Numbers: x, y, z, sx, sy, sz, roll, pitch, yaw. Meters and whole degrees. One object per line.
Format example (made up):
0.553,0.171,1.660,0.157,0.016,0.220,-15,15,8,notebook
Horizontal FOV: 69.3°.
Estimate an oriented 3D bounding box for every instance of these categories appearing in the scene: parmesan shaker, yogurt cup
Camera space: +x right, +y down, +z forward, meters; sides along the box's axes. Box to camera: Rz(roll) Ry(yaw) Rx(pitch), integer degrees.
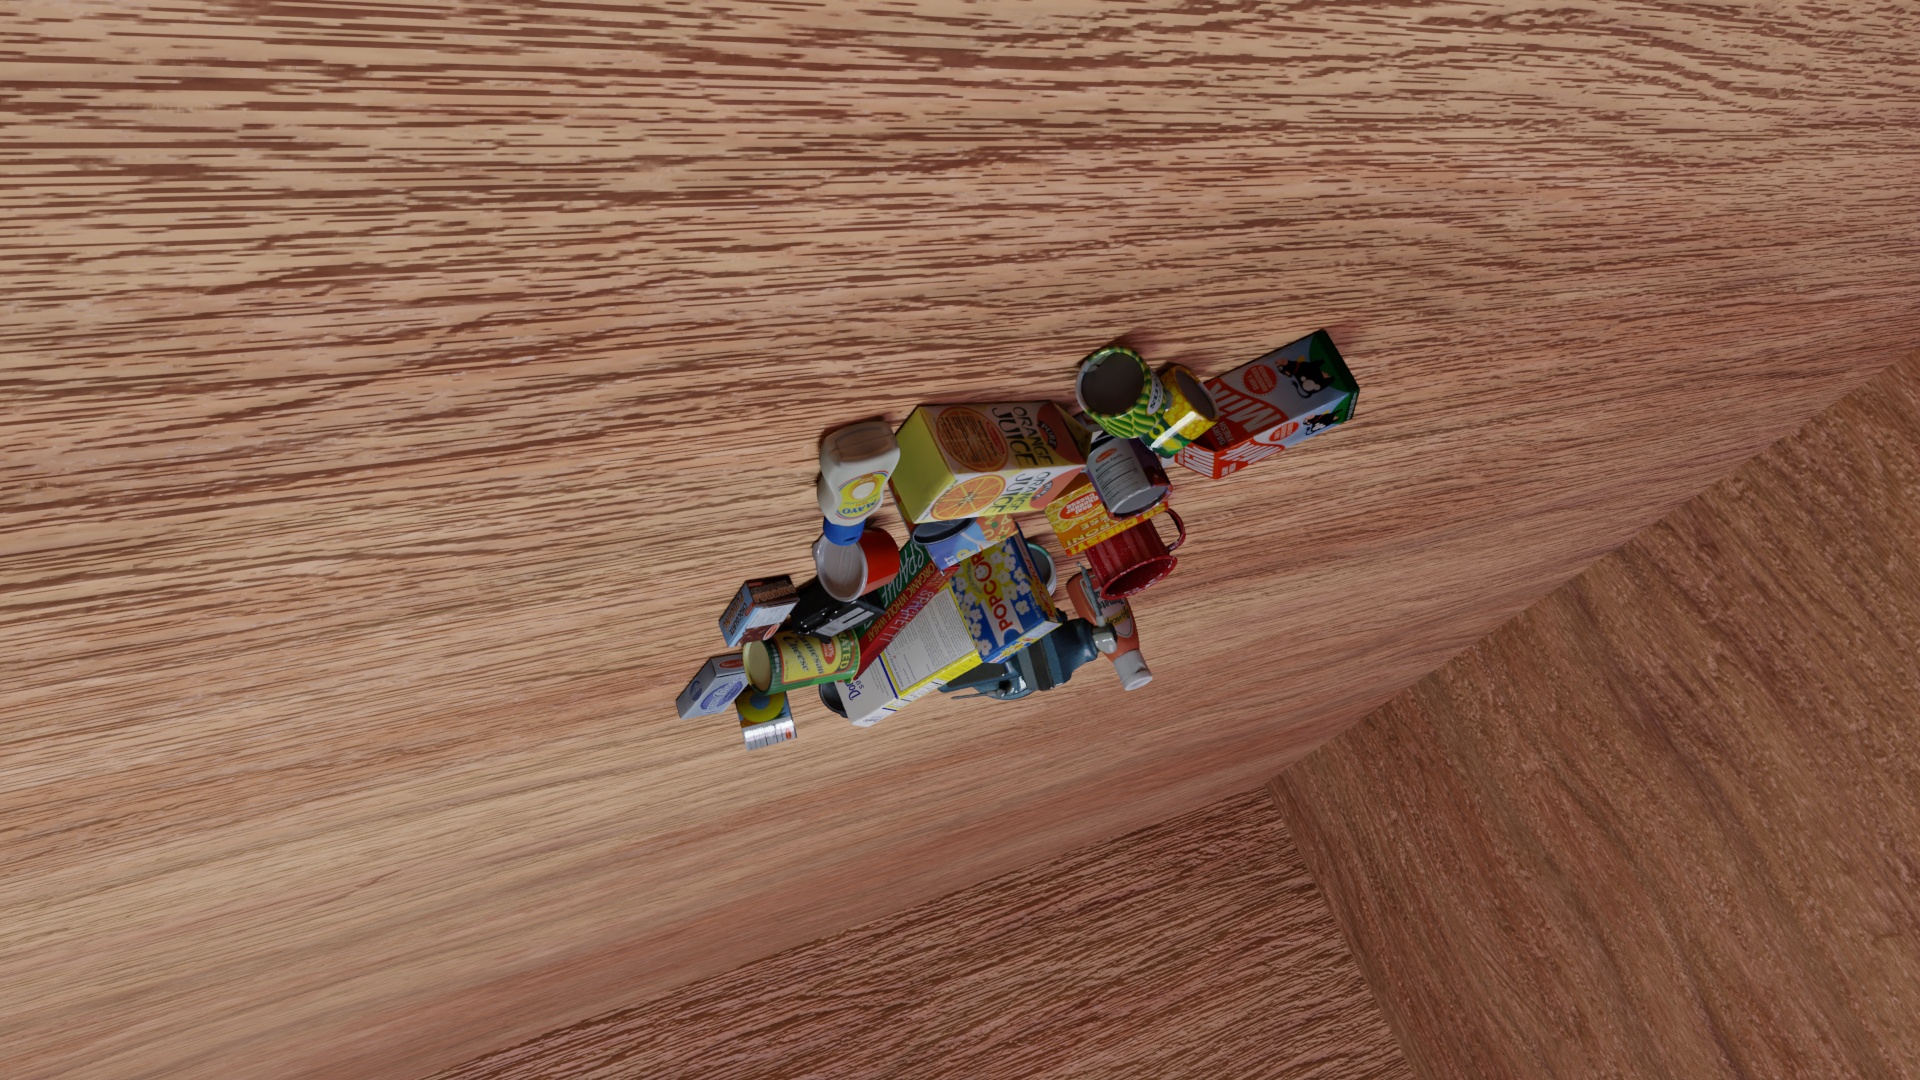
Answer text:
-0.164,0.123,1.439,0.103,0.071,0.071,-9,153,-35,parmesan shaker
-0.093,0.019,1.287,0.054,0.072,0.072,-13,157,-46,yogurt cup

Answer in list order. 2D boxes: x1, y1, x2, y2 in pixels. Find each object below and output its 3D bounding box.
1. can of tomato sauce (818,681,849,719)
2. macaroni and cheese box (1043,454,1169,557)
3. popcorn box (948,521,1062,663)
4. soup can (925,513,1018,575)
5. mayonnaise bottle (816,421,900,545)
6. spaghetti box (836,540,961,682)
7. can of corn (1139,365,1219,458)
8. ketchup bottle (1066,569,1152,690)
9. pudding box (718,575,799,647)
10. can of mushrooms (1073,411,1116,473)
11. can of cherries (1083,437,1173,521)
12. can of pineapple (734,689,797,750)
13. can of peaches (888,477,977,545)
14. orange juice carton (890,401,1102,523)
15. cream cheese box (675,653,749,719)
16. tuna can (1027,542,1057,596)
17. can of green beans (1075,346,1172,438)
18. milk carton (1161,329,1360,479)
-0.120,0.178,1.618,0.071,0.071,0.083,-27,159,5,can of tomato sauce
0.144,-0.049,1.414,0.124,0.040,0.166,-26,158,4,macaroni and cheese box
0.040,0.050,1.415,0.085,0.127,0.038,-35,152,24,popcorn box
0.005,-0.016,1.298,0.084,0.071,0.071,-26,158,3,soup can
-0.091,-0.044,1.170,0.065,0.041,0.147,-17,157,-19,mayonnaise bottle
-0.076,0.069,1.440,0.029,0.050,0.248,-9,153,-37,spaghetti box
0.193,-0.118,1.269,0.058,0.071,0.071,-39,154,30,can of corn
0.183,0.107,1.669,0.065,0.149,0.043,-13,157,-27,ketchup bottle
-0.195,0.069,1.338,0.050,0.030,0.083,-10,154,-35,pudding box
0.126,-0.095,1.298,0.071,0.033,0.070,-21,158,-9,can of mushrooms
0.157,-0.058,1.285,0.071,0.058,0.071,-22,159,-9,can of cherries
-0.219,0.196,1.556,0.058,0.071,0.070,-14,157,-11,can of pineapple
-0.023,-0.038,1.237,0.071,0.058,0.071,-21,157,-9,can of peaches
0.037,-0.071,1.202,0.193,0.073,0.071,-7,152,-39,orange juice carton
-0.259,0.155,1.479,0.053,0.024,0.103,-6,152,-39,cream cheese box
0.068,0.036,1.501,0.071,0.071,0.032,-23,157,-4,tuna can
0.138,-0.127,1.190,0.071,0.071,0.058,-30,157,14,can of green beans
0.281,-0.122,1.346,0.191,0.073,0.072,-24,159,0,milk carton
